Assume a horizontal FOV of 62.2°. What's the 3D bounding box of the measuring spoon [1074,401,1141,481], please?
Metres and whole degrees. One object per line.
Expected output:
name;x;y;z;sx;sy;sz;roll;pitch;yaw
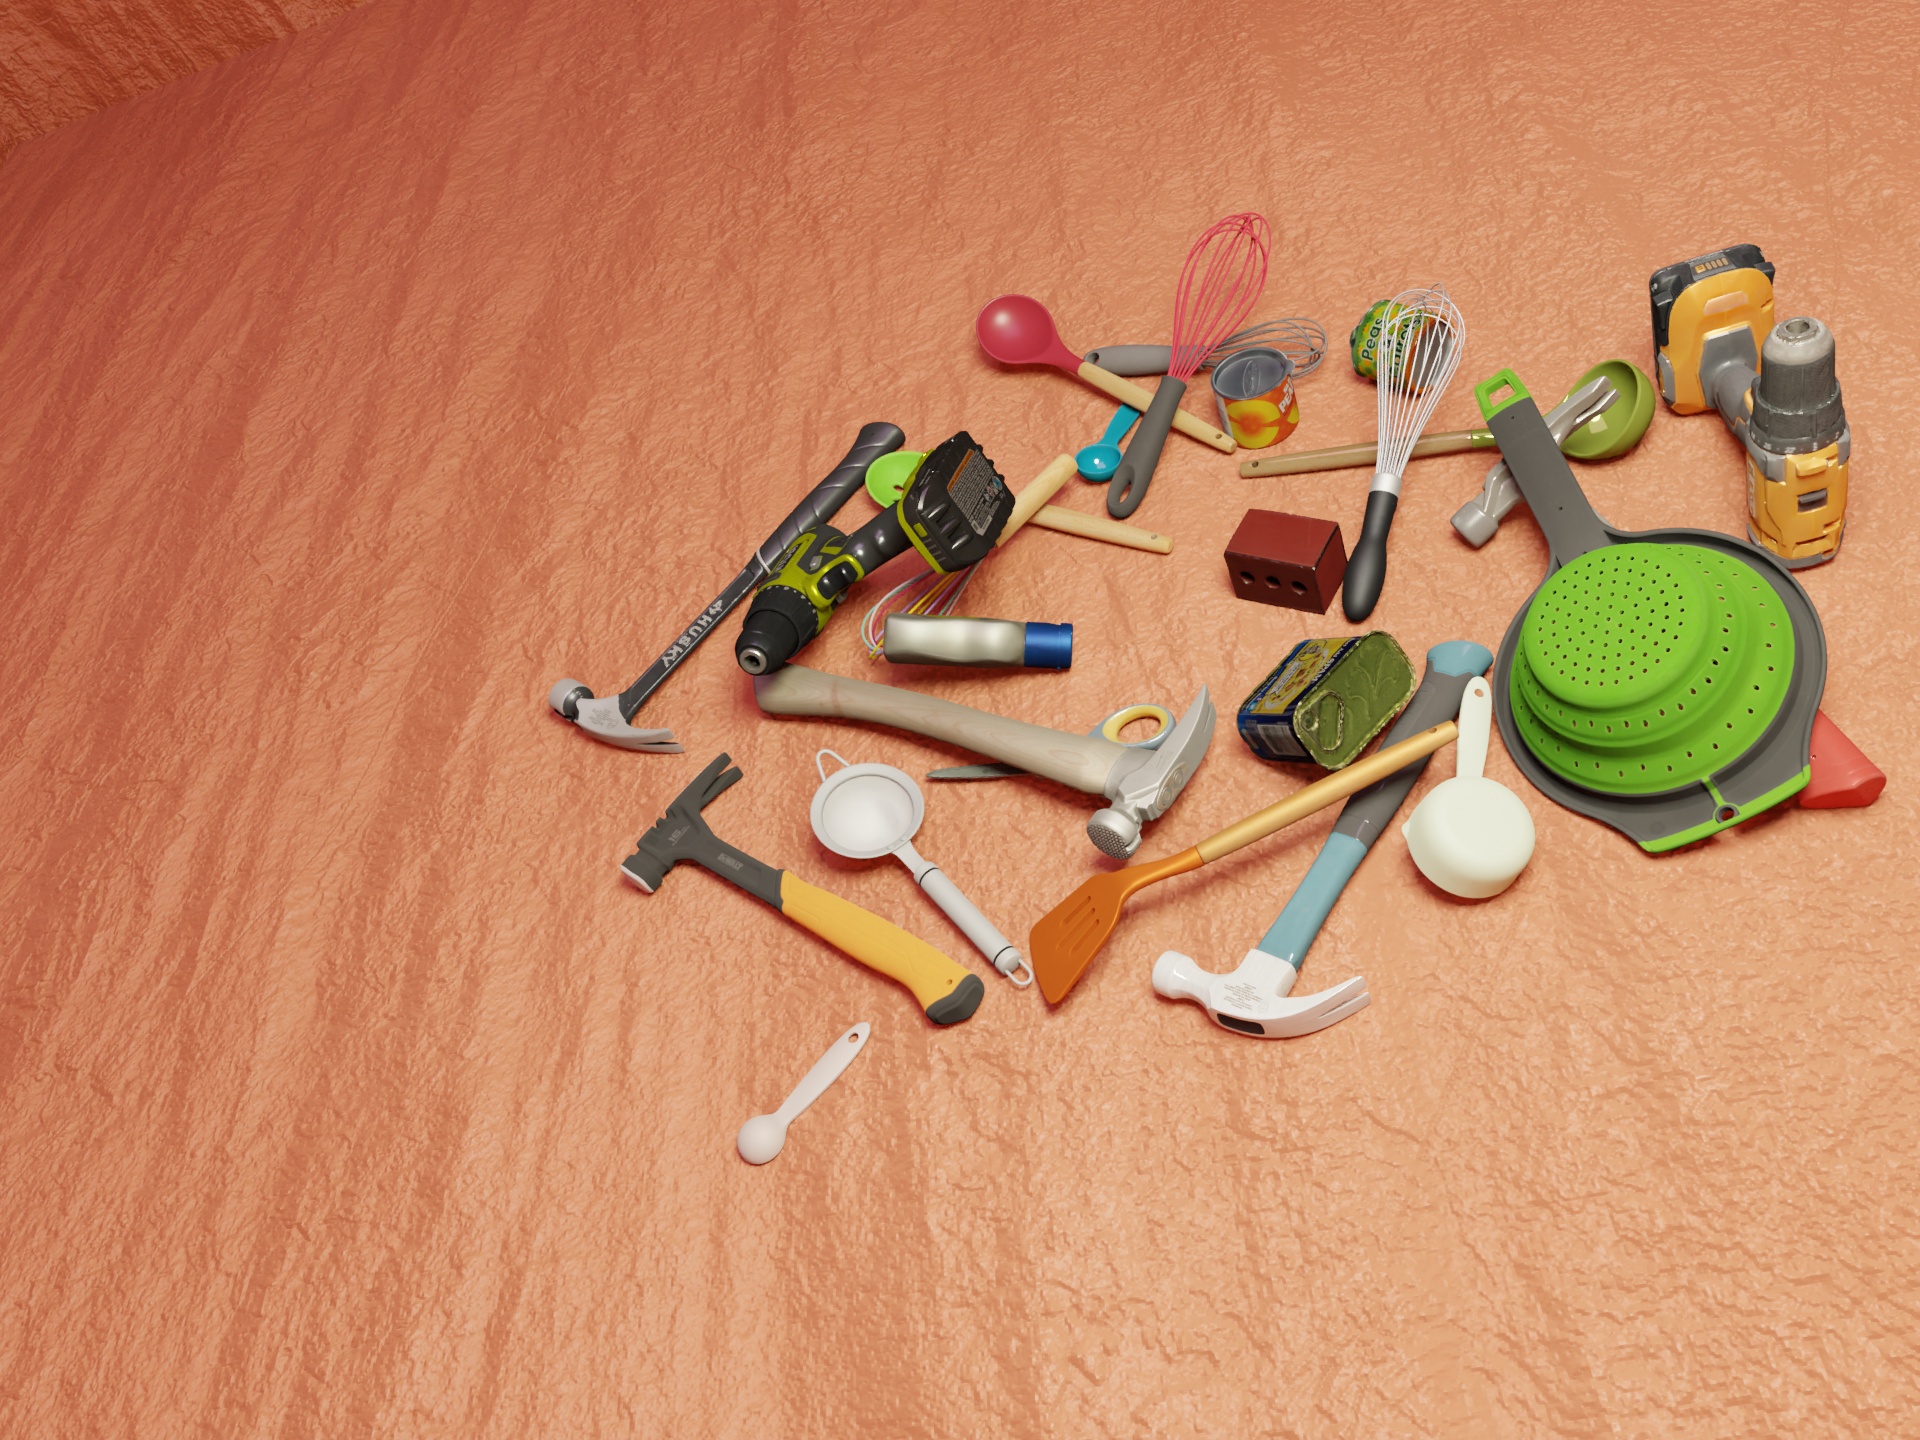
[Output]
measuring spoon;0.140;-0.250;1.413;0.042;0.021;0.129;14;50;24

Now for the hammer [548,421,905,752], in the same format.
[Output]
hammer;-0.188;-0.130;1.443;0.149;0.036;0.409;26;66;37

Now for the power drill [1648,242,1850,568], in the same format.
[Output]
power drill;0.550;-0.241;1.103;0.084;0.185;0.226;-15;45;15

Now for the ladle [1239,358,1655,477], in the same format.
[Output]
ladle;0.375;-0.225;1.255;0.320;0.062;0.078;-4;65;25

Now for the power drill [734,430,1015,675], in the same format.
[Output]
power drill;-0.079;-0.128;1.294;0.228;0.080;0.191;-27;21;30

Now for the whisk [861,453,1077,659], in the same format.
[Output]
whisk;0.008;-0.138;1.343;0.245;0.047;0.051;-45;58;-9

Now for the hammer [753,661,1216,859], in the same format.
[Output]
hammer;-0.002;-0.004;1.234;0.411;0.038;0.146;15;54;38

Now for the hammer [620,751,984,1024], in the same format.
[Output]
hammer;-0.110;0.131;1.187;0.337;0.034;0.127;24;66;37

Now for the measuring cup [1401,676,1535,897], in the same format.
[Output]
measuring cup;0.338;0.034;1.036;0.083;0.038;0.168;15;60;1

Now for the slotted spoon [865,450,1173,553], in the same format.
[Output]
slotted spoon;0.047;-0.184;1.388;0.314;0.031;0.070;19;62;33

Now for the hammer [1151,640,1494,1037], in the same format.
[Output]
hammer;0.266;0.071;1.068;0.128;0.033;0.331;20;63;37

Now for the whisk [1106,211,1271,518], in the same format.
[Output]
whisk;0.191;-0.307;1.362;0.073;0.073;0.296;20;83;36

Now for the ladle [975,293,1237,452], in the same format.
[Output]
ladle;0.130;-0.310;1.439;0.316;0.031;0.069;37;88;35

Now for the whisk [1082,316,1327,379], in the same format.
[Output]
whisk;0.214;-0.328;1.421;0.239;0.055;0.055;5;55;33

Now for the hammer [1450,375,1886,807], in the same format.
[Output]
hammer;0.486;-0.082;1.071;0.149;0.036;0.359;-45;47;19

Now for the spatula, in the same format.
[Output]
spatula;0.185;0.085;1.062;0.322;0.041;0.081;-27;31;7

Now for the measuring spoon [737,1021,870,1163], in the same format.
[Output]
measuring spoon;-0.108;0.252;1.094;0.034;0.018;0.124;30;68;39

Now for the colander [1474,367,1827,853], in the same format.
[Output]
colander;0.411;-0.110;1.054;0.204;0.094;0.398;-31;51;25

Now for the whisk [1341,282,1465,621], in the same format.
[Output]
whisk;0.333;-0.208;1.220;0.070;0.070;0.285;8;75;30

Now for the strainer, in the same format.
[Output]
strainer;-0.030;0.110;1.165;0.087;0.050;0.259;-32;51;-19
